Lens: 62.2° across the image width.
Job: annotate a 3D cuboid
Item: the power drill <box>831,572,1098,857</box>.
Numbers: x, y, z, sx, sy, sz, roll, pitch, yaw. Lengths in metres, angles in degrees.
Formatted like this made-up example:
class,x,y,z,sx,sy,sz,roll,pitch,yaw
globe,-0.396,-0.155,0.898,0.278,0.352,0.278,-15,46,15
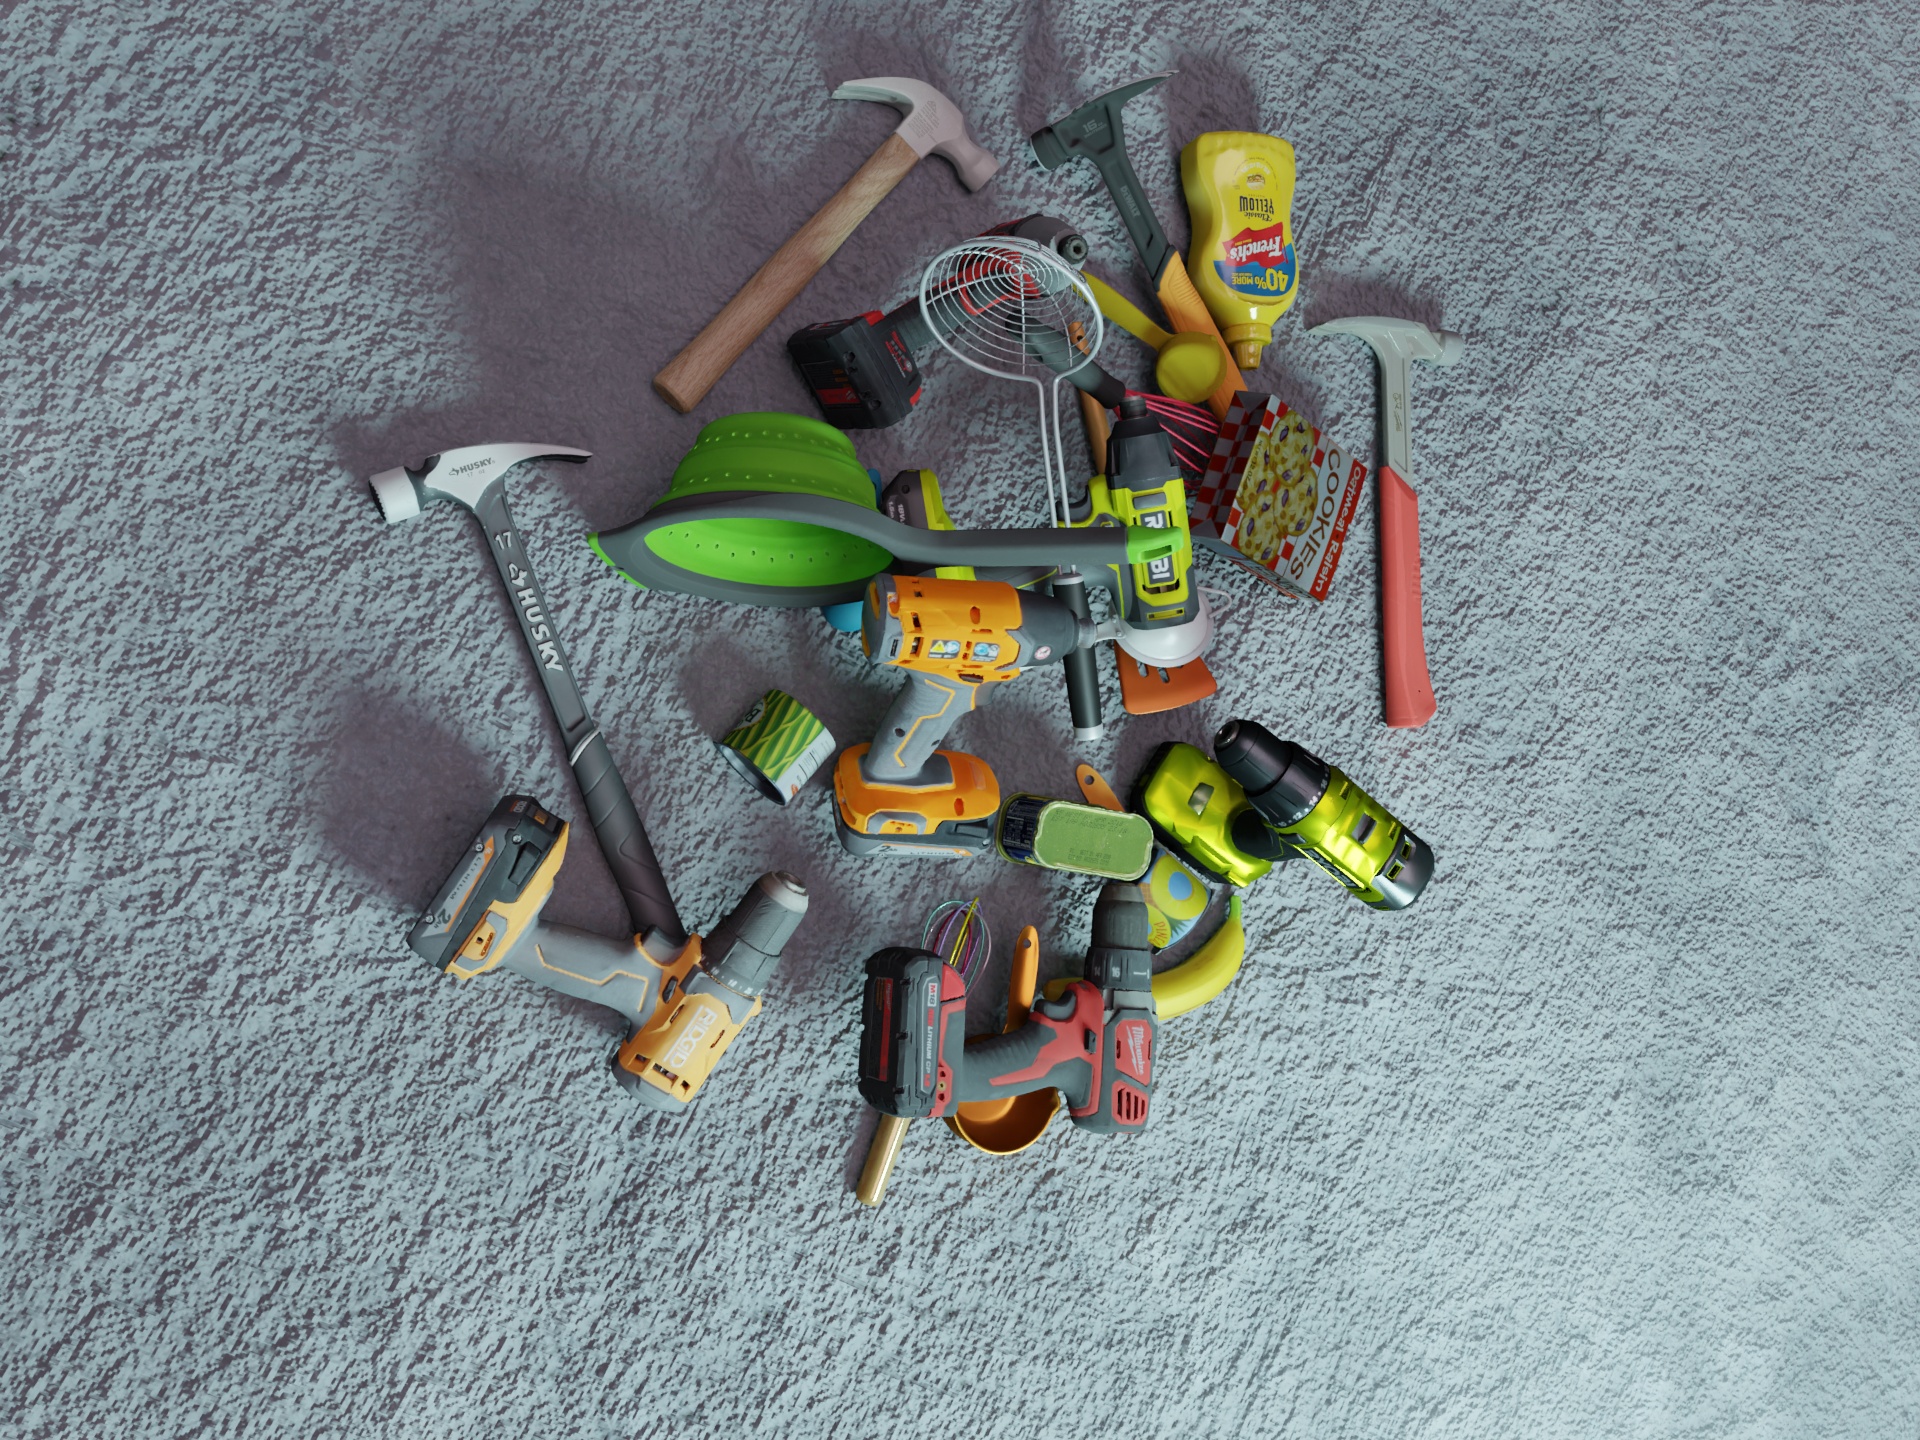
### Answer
class,x,y,z,sx,sy,sz,roll,pitch,yaw
power drill,-0.002,-0.004,1.137,0.164,0.084,0.226,2,131,-16

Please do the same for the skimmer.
class,x,y,z,sx,sy,sz,roll,pitch,yaw
skimmer,0.054,-0.150,1.103,0.090,0.127,0.363,-34,120,-56

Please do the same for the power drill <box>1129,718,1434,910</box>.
class,x,y,z,sx,sy,sz,roll,pitch,yaw
power drill,0.227,0.066,1.220,0.190,0.228,0.080,38,75,-17

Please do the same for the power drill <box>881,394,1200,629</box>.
class,x,y,z,sx,sy,sz,roll,pitch,yaw
power drill,0.058,-0.143,1.191,0.223,0.080,0.171,-9,101,1

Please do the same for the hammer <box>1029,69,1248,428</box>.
class,x,y,z,sx,sy,sz,roll,pitch,yaw
hammer,0.184,-0.349,1.293,0.336,0.127,0.034,61,33,-15

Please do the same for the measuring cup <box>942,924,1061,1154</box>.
class,x,y,z,sx,sy,sz,roll,pitch,yaw
measuring cup,0.031,0.244,1.233,0.095,0.052,0.174,13,80,-21

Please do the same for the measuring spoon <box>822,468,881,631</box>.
class,x,y,z,sx,sy,sz,roll,pitch,yaw
measuring spoon,-0.075,-0.132,1.216,0.042,0.021,0.128,12,85,-22

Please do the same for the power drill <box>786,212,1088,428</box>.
class,x,y,z,sx,sy,sz,roll,pitch,yaw
power drill,-0.008,-0.305,1.185,0.219,0.143,0.078,-37,113,-17

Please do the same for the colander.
class,x,y,z,sx,sy,sz,roll,pitch,yaw
colander,-0.049,-0.151,1.081,0.397,0.204,0.094,0,77,10

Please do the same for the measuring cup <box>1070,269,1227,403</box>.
class,x,y,z,sx,sy,sz,roll,pitch,yaw
measuring cup,0.146,-0.314,1.289,0.156,0.062,0.029,37,36,-1

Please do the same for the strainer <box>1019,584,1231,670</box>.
class,x,y,z,sx,sy,sz,roll,pitch,yaw
strainer,0.097,-0.064,1.251,0.258,0.050,0.087,-19,73,-6

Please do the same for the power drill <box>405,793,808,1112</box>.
class,x,y,z,sx,sy,sz,roll,pitch,yaw
power drill,-0.232,0.139,1.082,0.226,0.084,0.185,35,97,-13

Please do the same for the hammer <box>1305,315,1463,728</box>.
class,x,y,z,sx,sy,sz,roll,pitch,yaw
hammer,0.378,-0.173,1.395,0.149,0.037,0.359,0,88,-22

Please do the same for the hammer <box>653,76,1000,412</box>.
class,x,y,z,sx,sy,sz,roll,pitch,yaw
hammer,-0.114,-0.361,1.203,0.130,0.031,0.331,44,74,-15

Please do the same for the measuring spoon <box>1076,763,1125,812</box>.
class,x,y,z,sx,sy,sz,roll,pitch,yaw
measuring spoon,0.128,0.084,1.299,0.021,0.011,0.117,-34,98,-2

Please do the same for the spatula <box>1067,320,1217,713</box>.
class,x,y,z,sx,sy,sz,roll,pitch,yaw
spatula,0.132,-0.167,1.291,0.081,0.041,0.322,-14,92,-10

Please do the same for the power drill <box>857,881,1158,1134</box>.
class,x,y,z,sx,sy,sz,roll,pitch,yaw
power drill,0.046,0.208,1.174,0.226,0.080,0.188,7,82,-25

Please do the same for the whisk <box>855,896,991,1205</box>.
class,x,y,z,sx,sy,sz,roll,pitch,yaw
whisk,-0.031,0.249,1.211,0.051,0.047,0.245,22,83,-21

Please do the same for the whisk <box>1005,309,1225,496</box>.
class,x,y,z,sx,sy,sz,roll,pitch,yaw
whisk,0.128,-0.243,1.227,0.295,0.073,0.073,23,79,-47

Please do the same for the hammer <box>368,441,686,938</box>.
class,x,y,z,sx,sy,sz,roll,pitch,yaw
hammer,-0.269,-0.002,1.127,0.149,0.036,0.409,-23,97,-22
